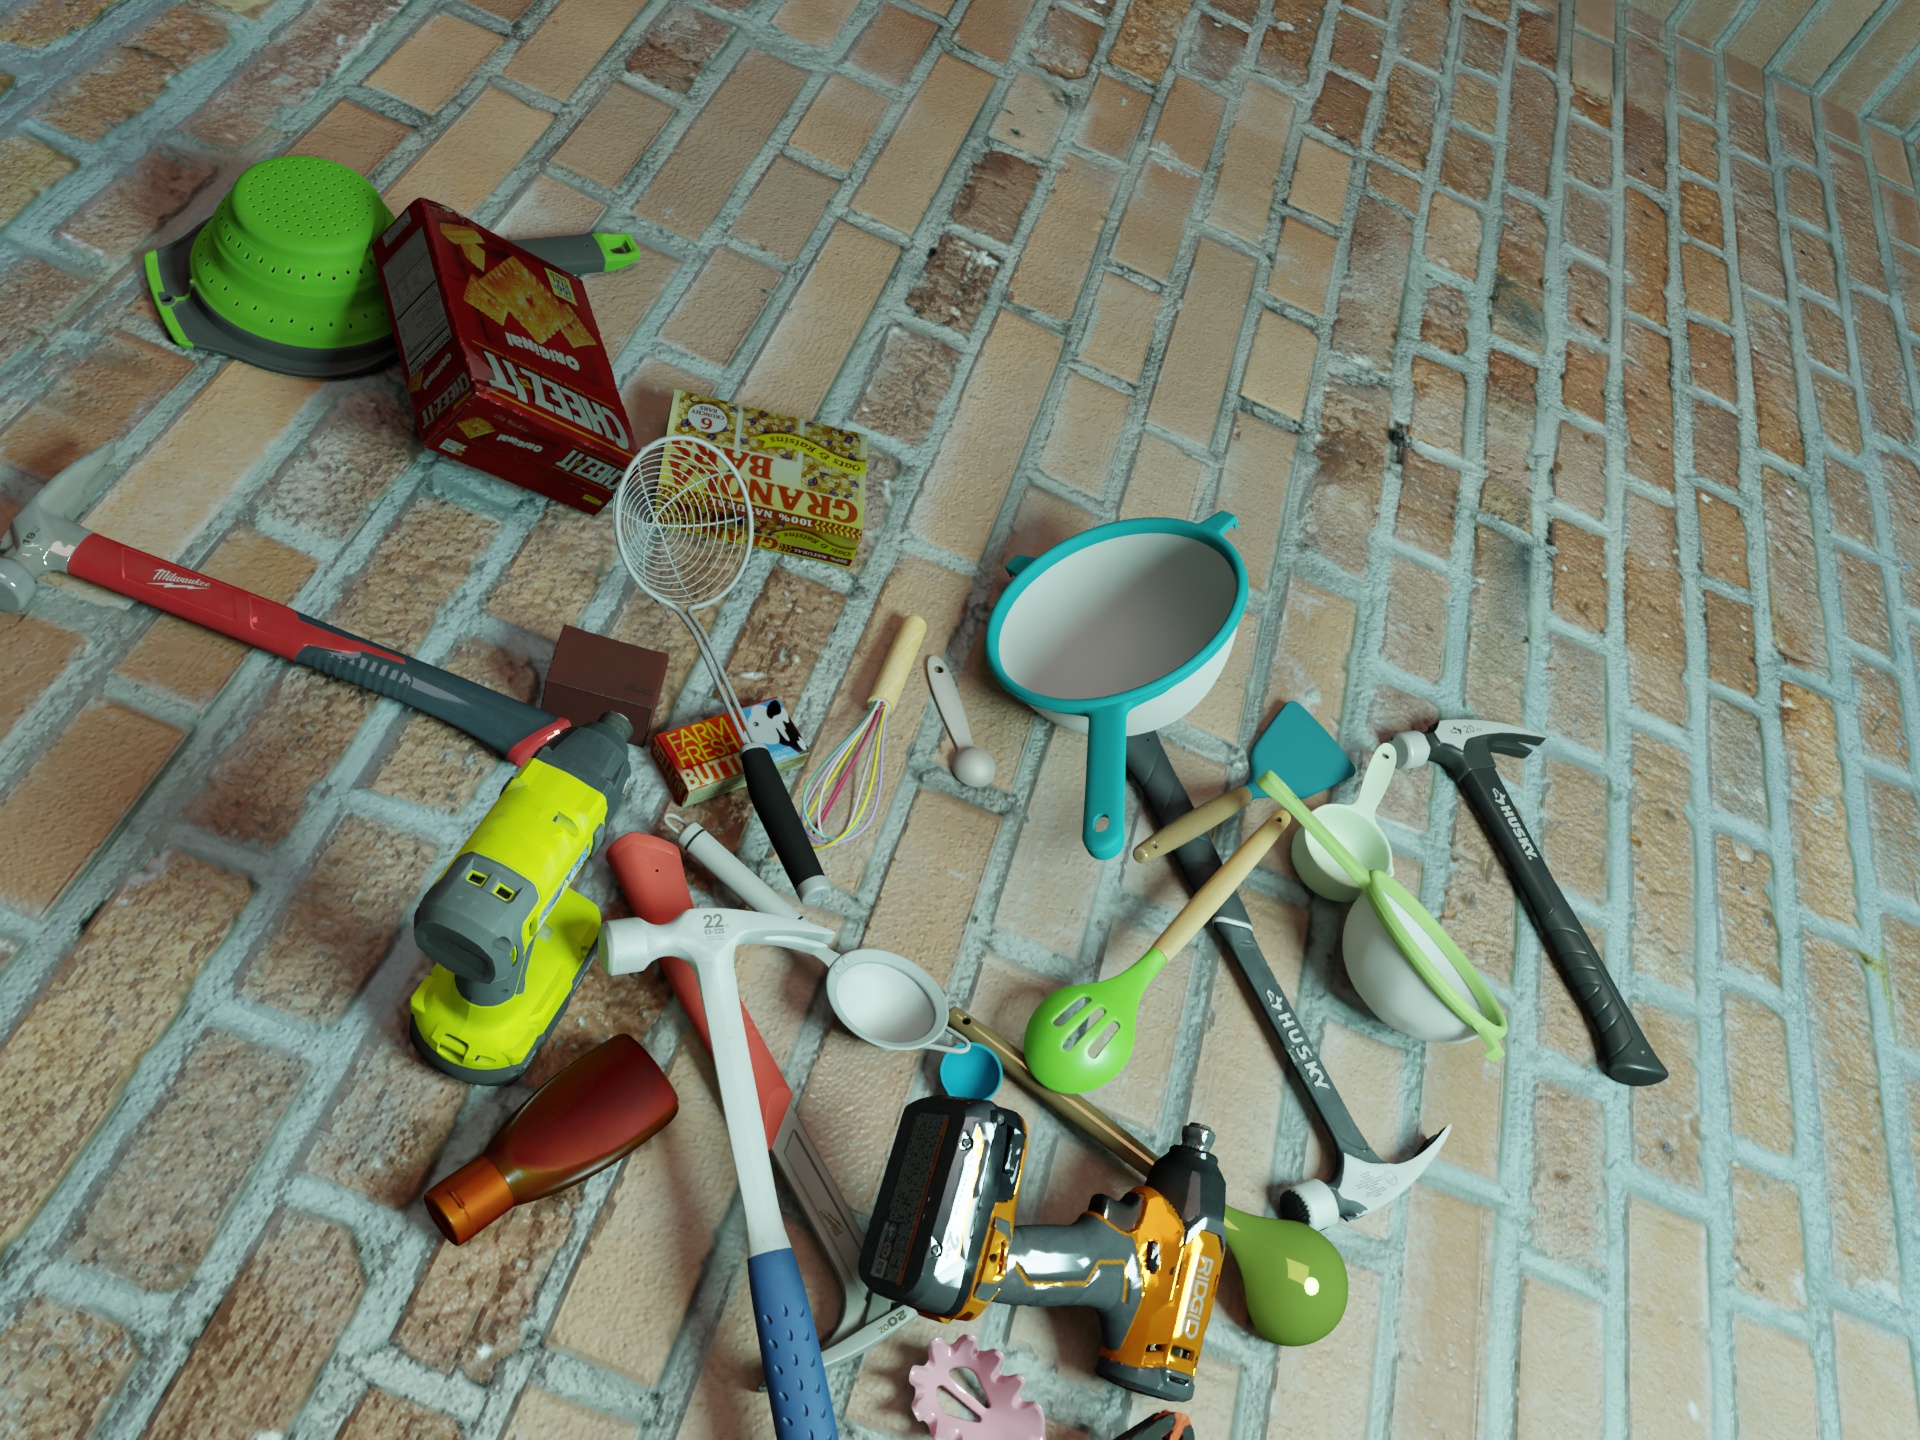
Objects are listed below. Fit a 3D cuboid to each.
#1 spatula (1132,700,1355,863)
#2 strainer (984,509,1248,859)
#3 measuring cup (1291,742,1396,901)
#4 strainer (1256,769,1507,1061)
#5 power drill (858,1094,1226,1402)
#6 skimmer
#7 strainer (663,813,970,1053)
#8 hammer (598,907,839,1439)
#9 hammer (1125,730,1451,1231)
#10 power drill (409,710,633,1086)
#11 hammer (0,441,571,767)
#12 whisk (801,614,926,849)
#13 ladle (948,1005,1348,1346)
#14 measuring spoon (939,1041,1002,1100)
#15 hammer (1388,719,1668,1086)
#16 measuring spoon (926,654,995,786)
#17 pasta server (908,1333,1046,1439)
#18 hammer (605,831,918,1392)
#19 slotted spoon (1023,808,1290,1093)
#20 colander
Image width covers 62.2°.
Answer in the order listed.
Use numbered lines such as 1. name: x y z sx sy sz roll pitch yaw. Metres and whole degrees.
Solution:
1. spatula: 0.214 0.056 1.225 0.082 0.044 0.317 51 33 12
2. strainer: 0.126 -0.011 1.211 0.211 0.095 0.341 -10 45 19
3. measuring cup: 0.319 0.080 1.290 0.083 0.038 0.168 33 49 4
4. strainer: 0.294 0.150 1.179 0.256 0.069 0.151 47 17 1
5. power drill: 0.066 0.298 0.949 0.226 0.084 0.164 28 68 -26
6. skimmer: -0.153 -0.043 1.125 0.127 0.090 0.364 6 47 -47
7. strainer: -0.103 0.147 1.063 0.258 0.050 0.087 40 34 8
8. hammer: -0.106 0.295 0.917 0.144 0.035 0.406 -4 61 -24
9. hammer: 0.217 0.169 1.186 0.149 0.036 0.409 -10 60 -28
10. power drill: -0.251 0.105 0.924 0.080 0.223 0.171 28 51 -1
11. hammer: -0.449 -0.069 1.093 0.386 0.038 0.143 22 49 -5
12. whisk: -0.070 0.004 1.191 0.051 0.047 0.245 32 45 -12
13. ladle: 0.118 0.295 1.059 0.320 0.062 0.078 35 59 14
14. measuring spoon: -0.003 0.274 1.039 0.042 0.021 0.129 14 61 0
15. hammer: 0.485 0.143 1.310 0.146 0.035 0.335 -7 59 -25
16. measuring spoon: -0.002 -0.004 1.235 0.034 0.018 0.124 -6 58 -25
17. pasta server: 0.097 0.471 0.918 0.316 0.040 0.060 39 69 7
18. hammer: -0.141 0.227 1.001 0.149 0.036 0.359 -21 66 -30
19. slotted spoon: 0.153 0.152 1.137 0.070 0.031 0.314 38 51 17
20. colander: -0.444 -0.394 1.293 0.397 0.094 0.205 -16 63 -30
